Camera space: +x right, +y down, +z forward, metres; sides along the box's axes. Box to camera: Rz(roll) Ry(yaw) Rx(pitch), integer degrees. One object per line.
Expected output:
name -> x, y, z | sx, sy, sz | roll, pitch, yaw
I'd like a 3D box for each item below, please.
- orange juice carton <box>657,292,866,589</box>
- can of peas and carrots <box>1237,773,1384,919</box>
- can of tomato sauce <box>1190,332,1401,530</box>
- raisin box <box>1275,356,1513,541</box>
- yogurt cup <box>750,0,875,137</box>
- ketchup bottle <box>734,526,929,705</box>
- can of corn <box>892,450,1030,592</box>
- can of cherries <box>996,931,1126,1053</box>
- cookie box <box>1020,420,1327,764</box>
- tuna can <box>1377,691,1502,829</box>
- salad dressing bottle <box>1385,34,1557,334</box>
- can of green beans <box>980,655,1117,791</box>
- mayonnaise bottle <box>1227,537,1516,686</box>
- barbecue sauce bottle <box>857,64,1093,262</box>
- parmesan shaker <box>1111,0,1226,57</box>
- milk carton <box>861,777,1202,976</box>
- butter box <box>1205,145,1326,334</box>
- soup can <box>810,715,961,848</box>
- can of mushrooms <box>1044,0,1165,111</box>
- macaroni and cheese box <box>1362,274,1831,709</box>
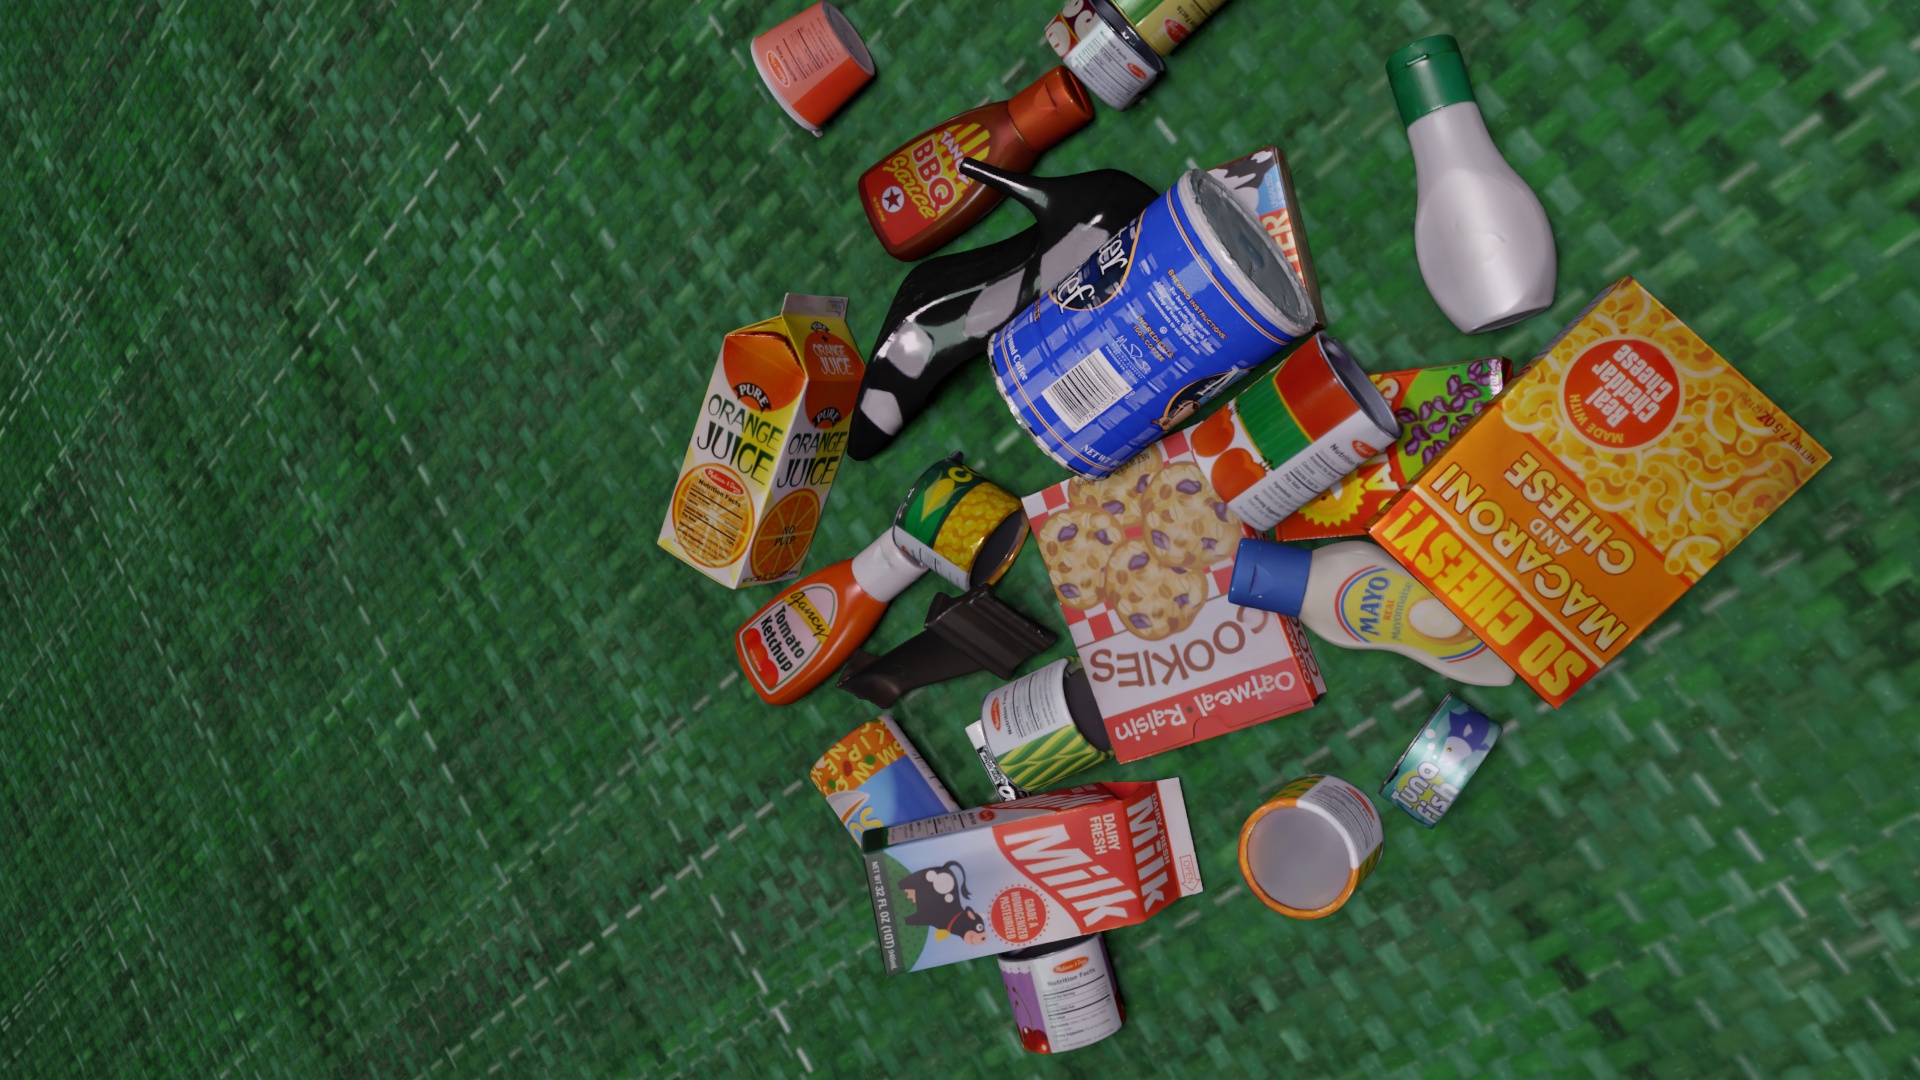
orange juice carton -> -0.123, -0.070, 0.908 | 0.073, 0.072, 0.192 | 29, 107, 24
can of peas and carrots -> 0.190, 0.168, 0.760 | 0.071, 0.059, 0.071 | 3, 95, 29
can of tomato sauce -> 0.168, -0.056, 0.704 | 0.083, 0.071, 0.071 | -39, 76, 26
raisin box -> 0.228, -0.046, 0.733 | 0.123, 0.040, 0.086 | -5, 93, 30
yogurt cup -> -0.091, -0.302, 0.877 | 0.054, 0.072, 0.072 | -30, 80, 20
ketchup bottle -> -0.082, 0.046, 0.911 | 0.148, 0.043, 0.065 | -39, 68, 25
can of corn -> 0.003, -0.011, 0.846 | 0.058, 0.071, 0.071 | 34, 109, 22
can of cherries -> 0.061, 0.268, 0.839 | 0.071, 0.071, 0.058 | -18, 86, 29
cookie box -> 0.120, 0.031, 0.798 | 0.122, 0.040, 0.167 | -23, 83, 28
tuna can -> 0.247, 0.115, 0.717 | 0.033, 0.071, 0.071 | 36, 110, 21
salad dressing bottle -> 0.255, -0.181, 0.705 | 0.064, 0.044, 0.147 | -19, 84, 31
can of green beans -> 0.055, 0.109, 0.826 | 0.057, 0.071, 0.071 | -28, 81, 27
mayonnaise bottle -> 0.216, 0.031, 0.722 | 0.148, 0.041, 0.064 | 12, 102, 10
barbecue sauce bottle -> 0.010, -0.230, 0.837 | 0.148, 0.044, 0.065 | -27, 80, 28
parmesan shaker -> 0.130, -0.322, 0.750 | 0.103, 0.071, 0.071 | -38, 76, 22
milk carton -> 0.042, 0.191, 0.811 | 0.191, 0.073, 0.072 | -12, 89, -4
butter box -> 0.164, -0.159, 0.768 | 0.053, 0.024, 0.103 | -14, 87, 30
soup can -> -0.049, 0.165, 0.886 | 0.071, 0.071, 0.084 | -47, 72, 24
can of mushrooms -> 0.081, -0.277, 0.782 | 0.033, 0.071, 0.071 | -42, 74, 26
macaroni and cheese box -> 0.297, -0.022, 0.662 | 0.124, 0.040, 0.166 | 45, 99, 7
